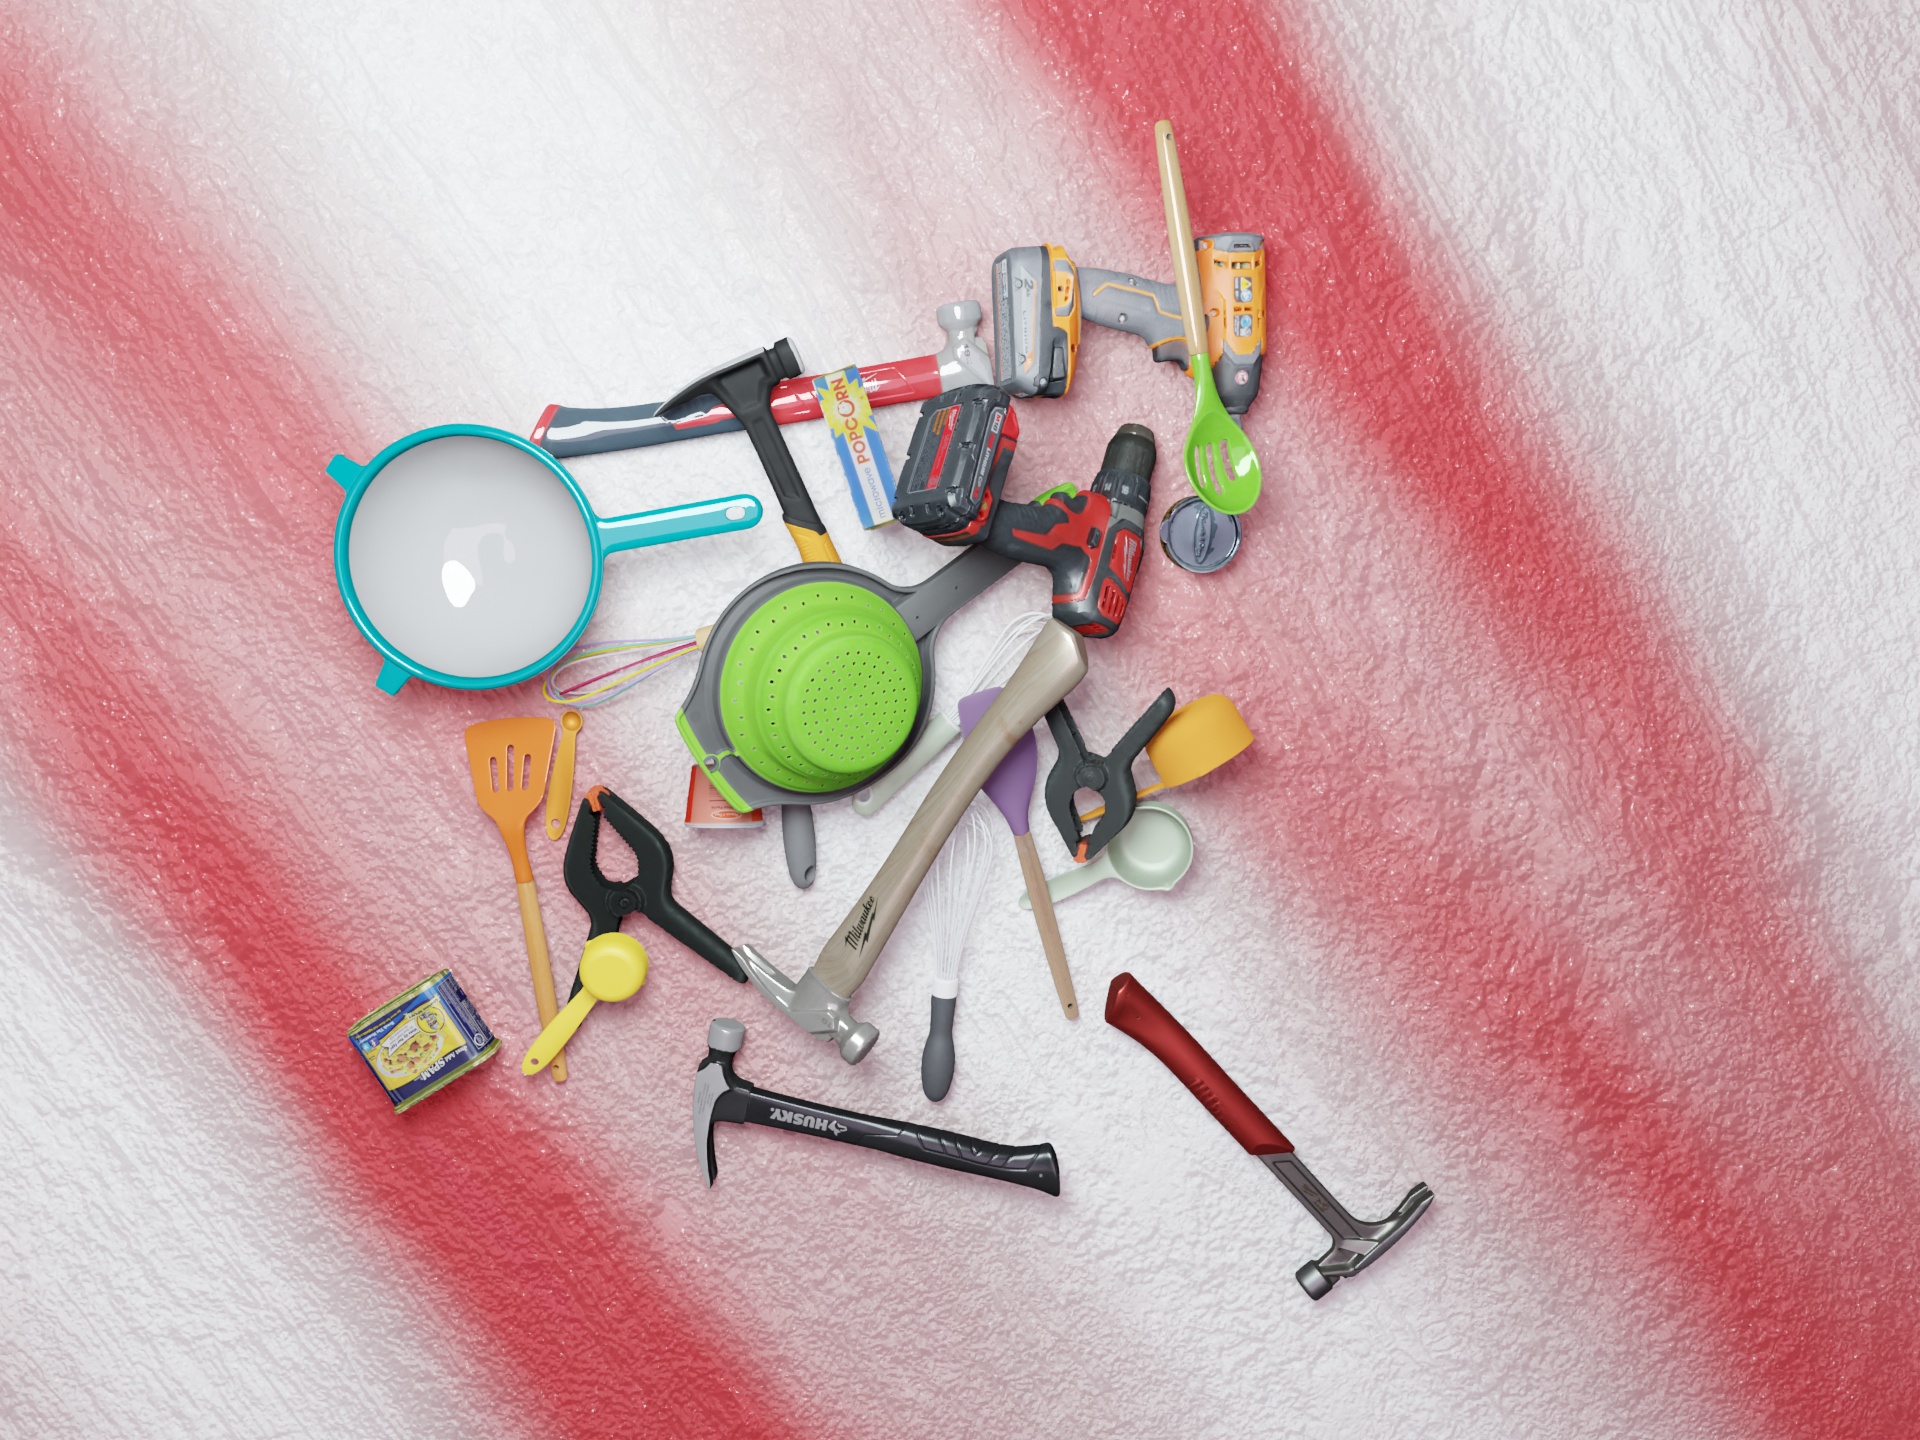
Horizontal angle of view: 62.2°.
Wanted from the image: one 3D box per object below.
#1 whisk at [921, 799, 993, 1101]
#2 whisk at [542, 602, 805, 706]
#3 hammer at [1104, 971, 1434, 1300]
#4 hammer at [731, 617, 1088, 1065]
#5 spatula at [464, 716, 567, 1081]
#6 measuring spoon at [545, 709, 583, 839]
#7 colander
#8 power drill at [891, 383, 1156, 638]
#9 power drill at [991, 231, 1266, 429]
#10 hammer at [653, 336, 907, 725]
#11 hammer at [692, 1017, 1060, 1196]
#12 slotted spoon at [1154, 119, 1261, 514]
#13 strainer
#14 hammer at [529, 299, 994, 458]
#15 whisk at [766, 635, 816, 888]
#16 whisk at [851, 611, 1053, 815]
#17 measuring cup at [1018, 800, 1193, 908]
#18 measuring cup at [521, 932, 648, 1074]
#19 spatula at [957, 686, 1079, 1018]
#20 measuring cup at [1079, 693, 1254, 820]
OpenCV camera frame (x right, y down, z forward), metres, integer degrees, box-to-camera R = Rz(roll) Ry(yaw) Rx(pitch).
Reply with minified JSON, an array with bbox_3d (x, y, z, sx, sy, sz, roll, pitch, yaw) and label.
[{"bbox_3d":[-0.011,0.202,1.396,0.070,0.070,0.284,4,103,-5],"label":"whisk"},{"bbox_3d":[-0.237,-0.056,1.327,0.245,0.047,0.051,-15,107,10],"label":"whisk"},{"bbox_3d":[0.266,0.358,1.442,0.149,0.037,0.359,-42,99,2],"label":"hammer"},{"bbox_3d":[-0.033,0.086,1.330,0.146,0.038,0.410,37,101,14],"label":"hammer"},{"bbox_3d":[-0.369,0.158,1.377,0.081,0.041,0.322,-5,103,5],"label":"spatula"},{"bbox_3d":[-0.342,0.047,1.372,0.021,0.011,0.117,12,100,6],"label":"measuring spoon"},{"bbox_3d":[-0.038,-0.069,1.290,0.397,0.095,0.204,-38,115,-13],"label":"colander"},{"bbox_3d":[0.068,-0.189,1.287,0.226,0.080,0.188,26,74,-36],"label":"power drill"},{"bbox_3d":[0.145,-0.316,1.315,0.226,0.084,0.164,-5,98,-12],"label":"power drill"},{"bbox_3d":[-0.127,-0.139,1.325,0.127,0.034,0.336,-24,107,2],"label":"hammer"},{"bbox_3d":[-0.074,0.370,1.404,0.335,0.035,0.146,13,97,1],"label":"hammer"},{"bbox_3d":[0.189,-0.320,1.275,0.070,0.031,0.313,-14,99,-23],"label":"slotted spoon"},{"bbox_3d":[-0.328,-0.146,1.301,0.340,0.095,0.211,-10,100,-2],"label":"strainer"},{"bbox_3d":[-0.162,-0.248,1.330,0.386,0.038,0.143,-10,100,-3],"label":"hammer"},{"bbox_3d":[-0.144,0.030,1.367,0.055,0.055,0.239,-4,103,-3],"label":"whisk"},{"bbox_3d":[-0.002,-0.004,1.373,0.246,0.059,0.058,-43,59,6],"label":"whisk"},{"bbox_3d":[0.127,0.126,1.407,0.167,0.038,0.083,-26,97,16],"label":"measuring cup"},{"bbox_3d":[-0.327,0.249,1.360,0.062,0.029,0.156,38,97,-11],"label":"measuring cup"},{"bbox_3d":[0.062,0.120,1.384,0.060,0.018,0.315,-16,106,-4],"label":"spatula"},{"bbox_3d":[0.166,0.032,1.378,0.173,0.095,0.052,-27,94,18],"label":"measuring cup"}]
